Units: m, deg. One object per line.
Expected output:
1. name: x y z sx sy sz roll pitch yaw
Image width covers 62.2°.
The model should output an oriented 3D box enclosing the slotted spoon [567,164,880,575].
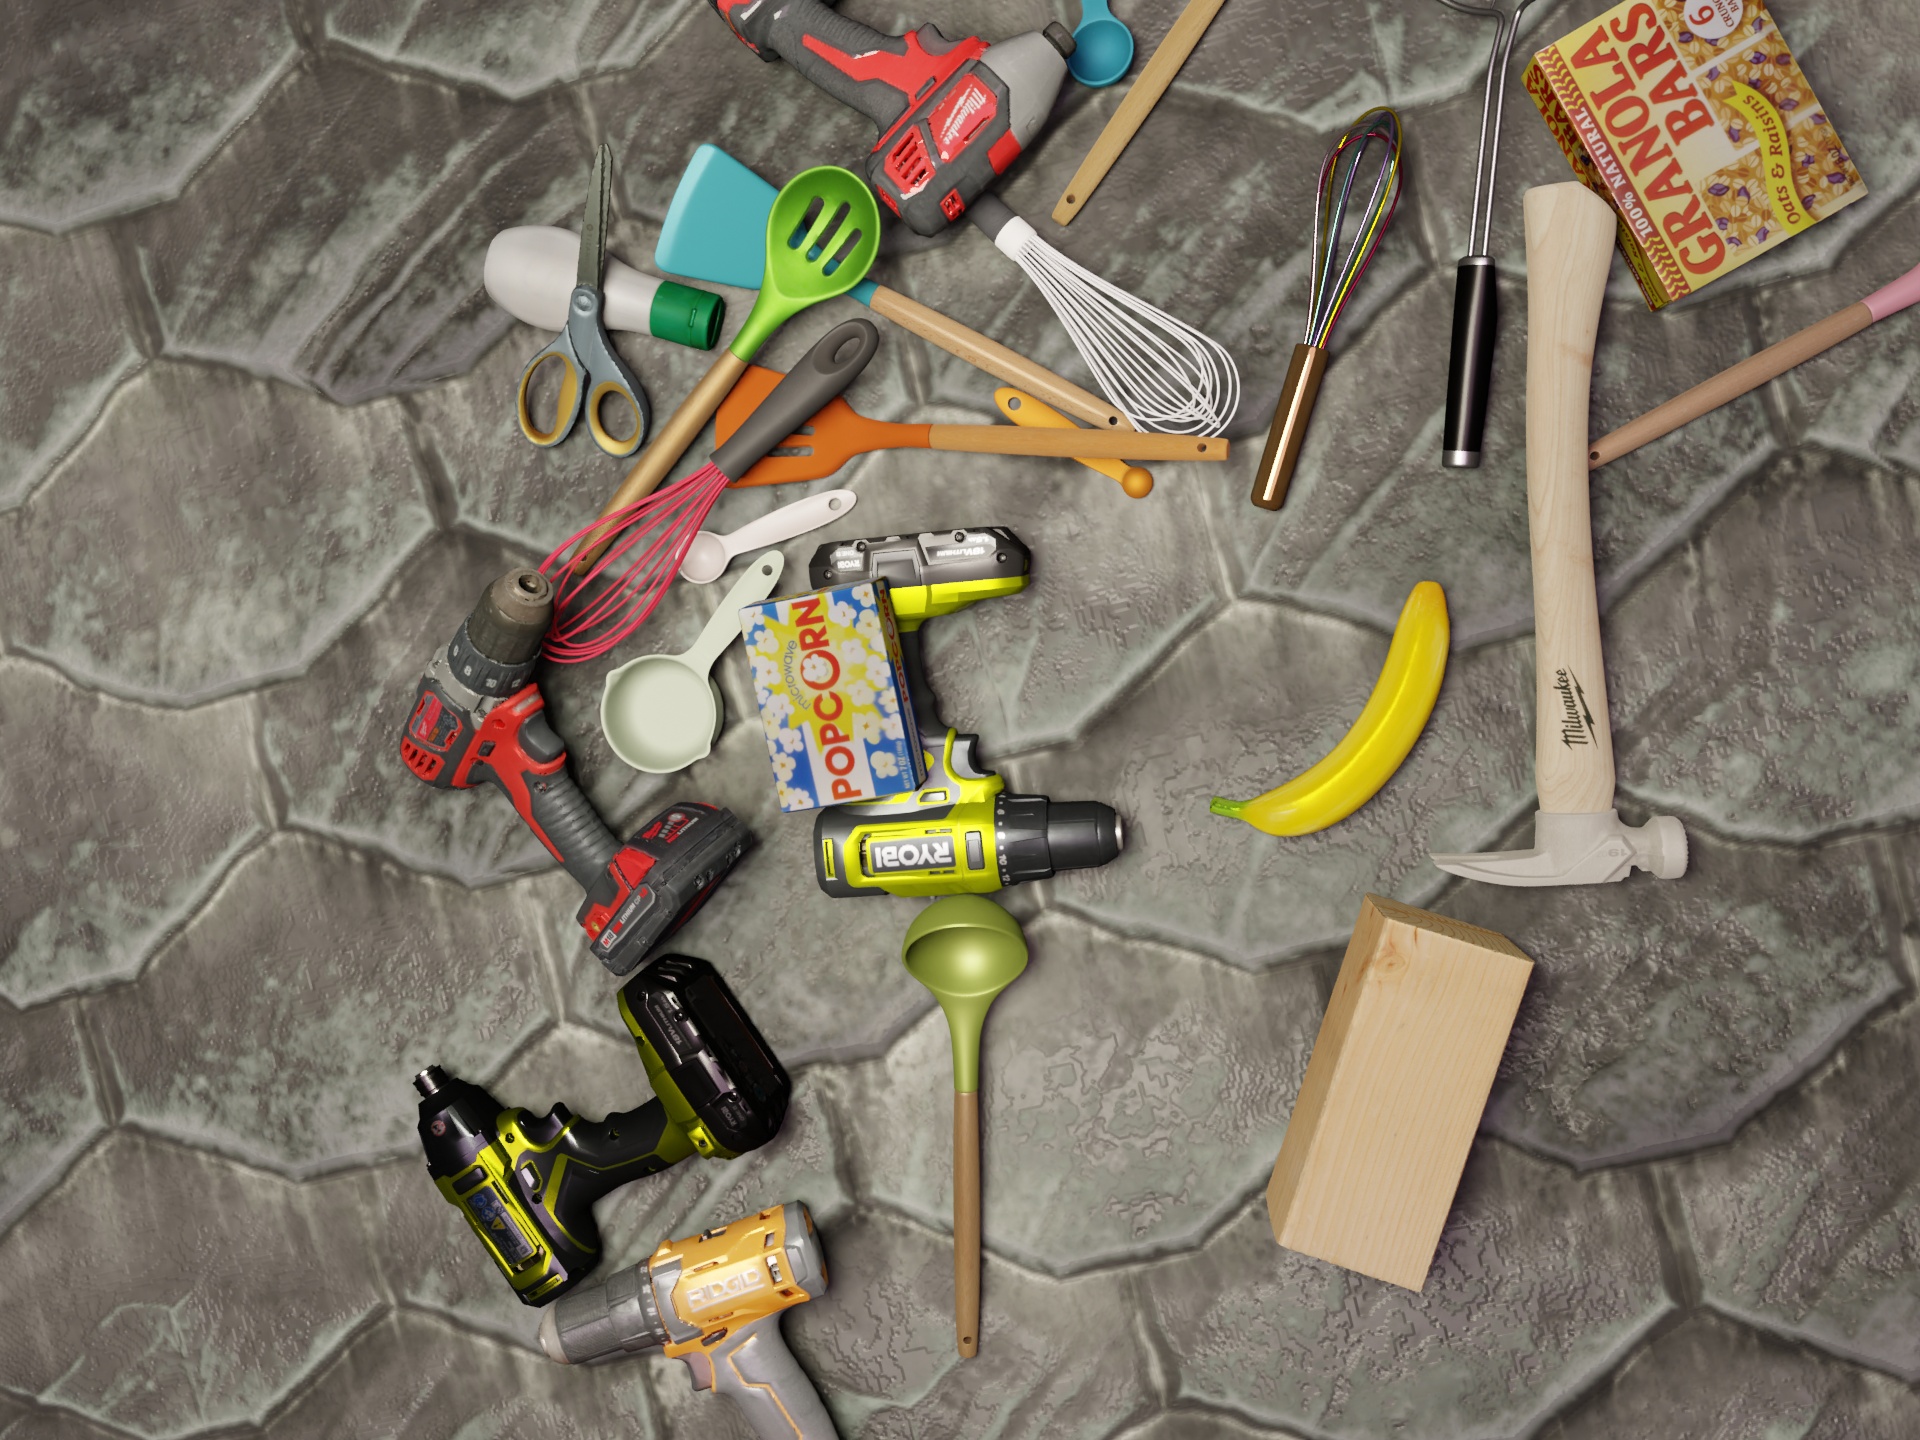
1. slotted spoon: -0.155 -0.210 0.993 0.070 0.031 0.313 40 109 -5

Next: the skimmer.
1. skimmer: 0.282 -0.331 0.923 0.090 0.127 0.363 -3 101 -26

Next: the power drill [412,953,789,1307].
1. power drill: -0.240 0.256 1.035 0.223 0.080 0.171 -34 90 11

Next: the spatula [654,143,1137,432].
1. spatula: -0.034 -0.251 0.990 0.317 0.044 0.082 28 106 4

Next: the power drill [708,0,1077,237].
1. power drill: -0.041 -0.409 0.946 0.143 0.078 0.220 -43 79 8

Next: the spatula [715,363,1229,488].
1. spatula: 0.002 -0.174 0.976 0.323 0.041 0.081 6 94 19

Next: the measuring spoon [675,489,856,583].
1. measuring spoon: -0.124 -0.121 1.028 0.124 0.018 0.034 -22 84 1

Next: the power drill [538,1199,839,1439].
1. power drill: -0.155 0.444 1.023 0.185 0.084 0.226 -18 89 -4

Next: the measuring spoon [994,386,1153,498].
1. measuring spoon: 0.070 -0.176 0.999 0.117 0.011 0.021 34 97 4

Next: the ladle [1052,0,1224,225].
1. ladle: 0.151 -0.436 0.965 0.069 0.031 0.315 37 99 8

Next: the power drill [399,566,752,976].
1. power drill: -0.240 0.028 0.984 0.227 0.080 0.187 44 131 3

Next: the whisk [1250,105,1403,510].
1. whisk: 0.219 -0.248 0.966 0.047 0.051 0.245 20 101 26

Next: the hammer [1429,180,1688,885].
1. hammer: 0.348 -0.104 0.945 0.146 0.038 0.410 -3 97 8

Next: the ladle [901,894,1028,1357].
1. ladle: 0.003 0.262 1.002 0.078 0.062 0.320 0 101 1

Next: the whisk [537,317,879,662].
1. whisk: -0.162 -0.143 0.987 0.296 0.073 0.073 -42 88 8

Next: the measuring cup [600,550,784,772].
1. measuring cup: -0.163 -0.041 1.025 0.083 0.038 0.167 38 95 3

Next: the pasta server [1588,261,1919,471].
1. pasta server: 0.506 -0.226 0.930 0.316 0.040 0.060 -28 87 9

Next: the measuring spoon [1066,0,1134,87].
1. measuring spoon: 0.084 -0.449 0.980 0.042 0.021 0.129 -6 84 17

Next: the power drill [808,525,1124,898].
1. power drill: -0.002 -0.003 0.988 0.190 0.080 0.228 -5 96 8

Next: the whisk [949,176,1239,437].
1. whisk: 0.058 -0.275 0.975 0.284 0.070 0.070 45 98 7
